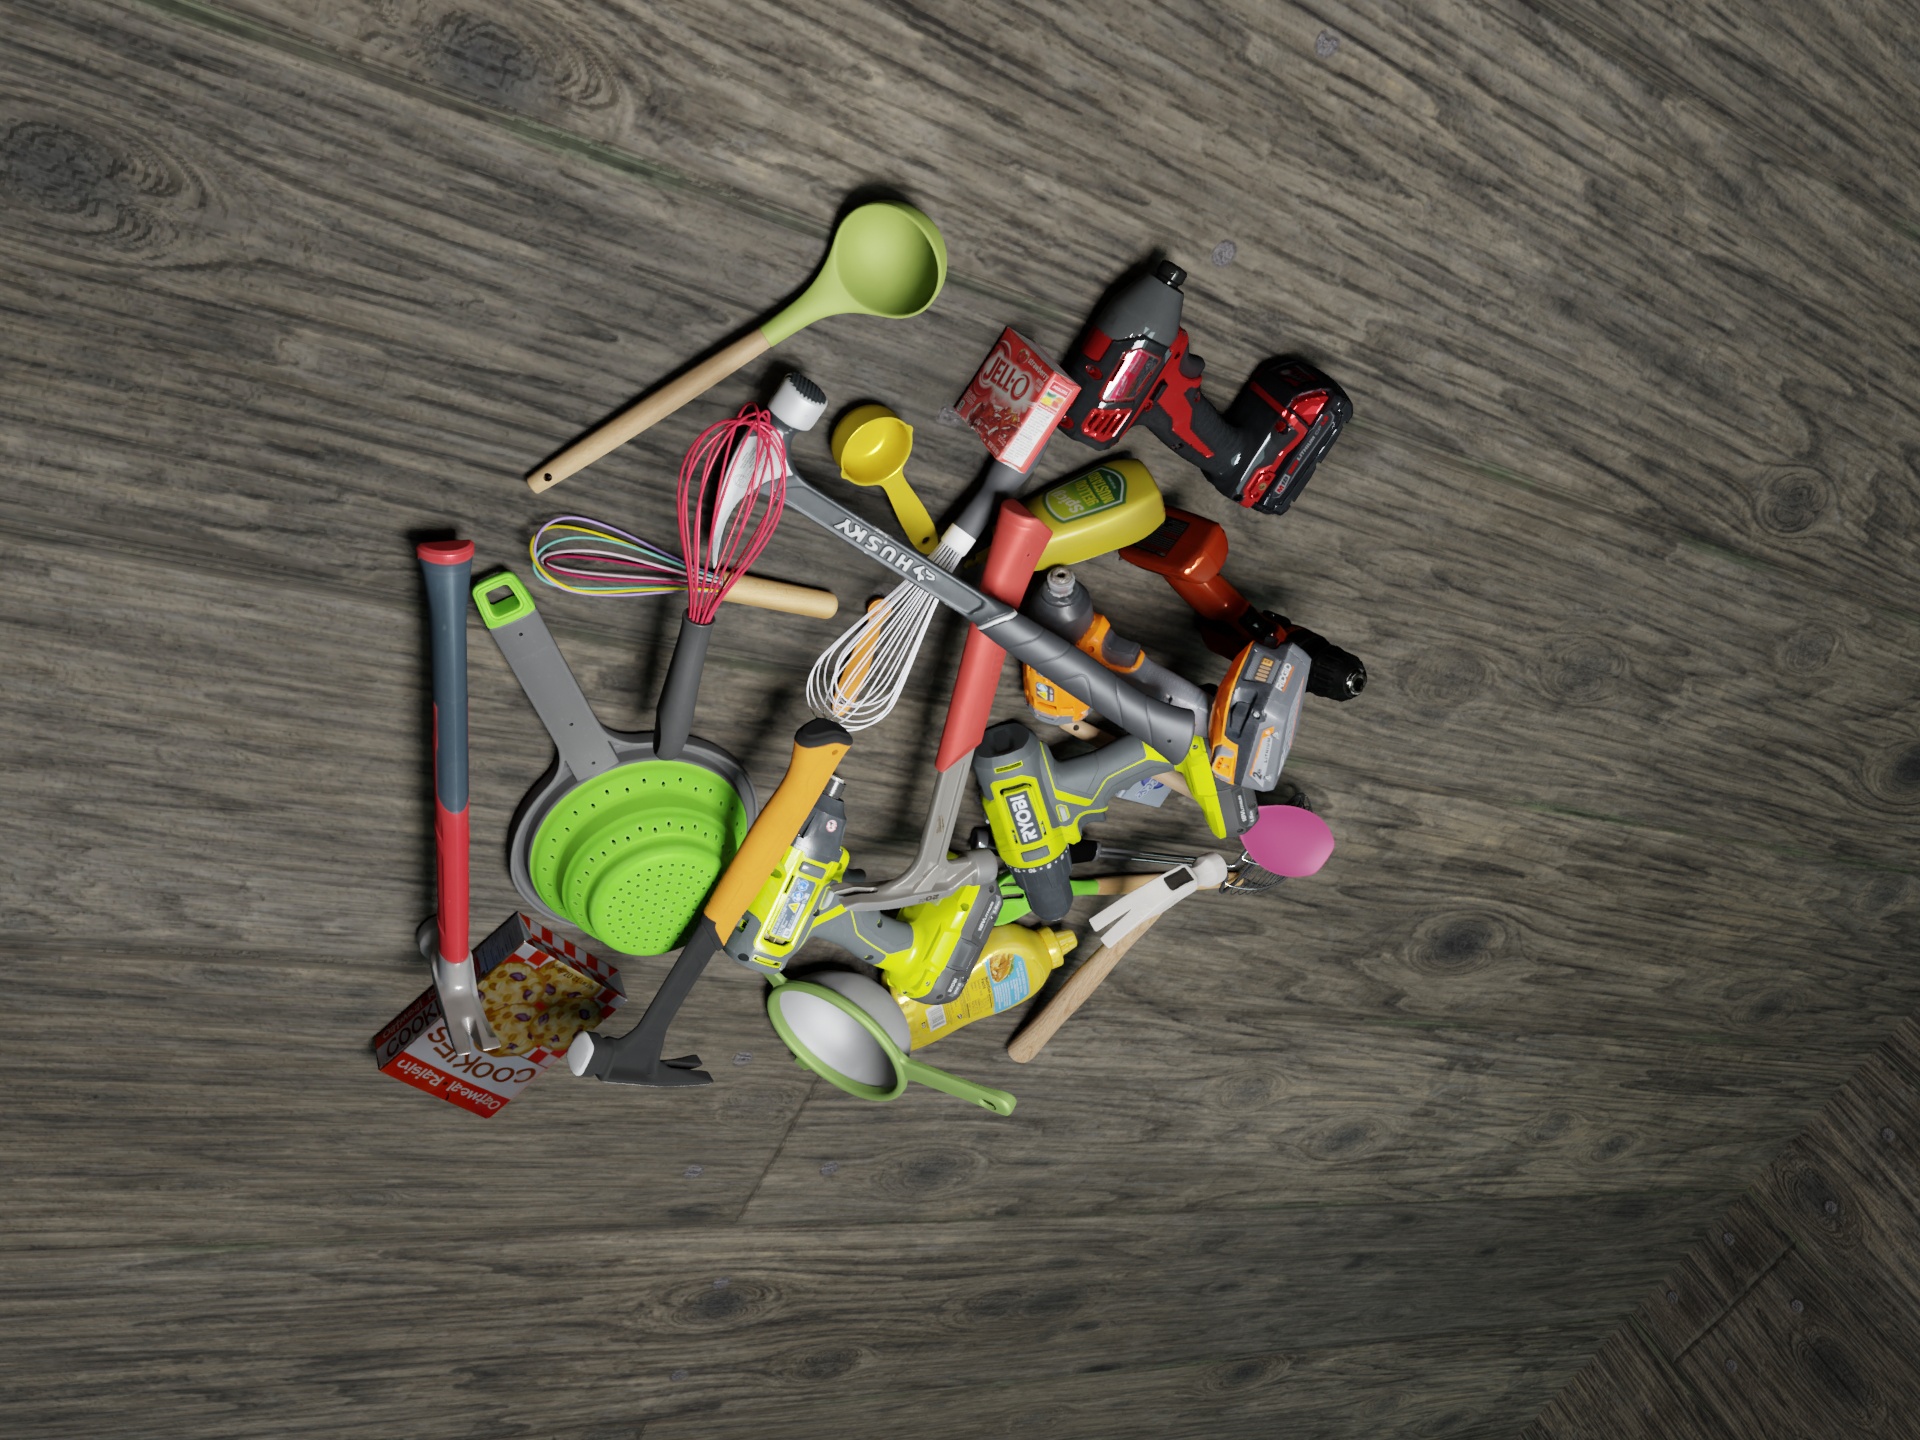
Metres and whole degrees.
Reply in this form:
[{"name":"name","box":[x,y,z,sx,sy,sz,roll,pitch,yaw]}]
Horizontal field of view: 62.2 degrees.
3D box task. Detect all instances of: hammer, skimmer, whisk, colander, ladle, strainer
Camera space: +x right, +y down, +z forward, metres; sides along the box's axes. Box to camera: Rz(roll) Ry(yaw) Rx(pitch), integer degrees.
[{"name":"hammer","box":[-0.174,0.145,1.228,0.127,0.034,0.337,19,109,-44]},{"name":"hammer","box":[0.127,0.241,1.531,0.130,0.031,0.331,-17,152,-40]},{"name":"hammer","box":[0.006,-0.080,1.156,0.408,0.036,0.149,32,118,-17]},{"name":"skimmer","box":[0.176,0.108,1.517,0.363,0.090,0.127,7,133,-20]},{"name":"whisk","box":[-0.022,-0.112,1.207,0.070,0.070,0.284,32,97,-41]},{"name":"colander","box":[-0.265,0.060,1.200,0.204,0.095,0.396,-25,133,-8]},{"name":"hammer","box":[-0.359,0.056,1.130,0.038,0.143,0.386,-7,124,-27]},{"name":"whisk","box":[-0.177,-0.087,1.101,0.073,0.073,0.295,0,129,-28]},{"name":"ladle","box":[-0.151,-0.238,1.050,0.320,0.062,0.078,-32,110,3]},{"name":"hammer","box":[-0.002,-0.004,1.249,0.149,0.037,0.358,-7,126,-32]},{"name":"whisk","box":[-0.195,-0.098,1.148,0.244,0.047,0.051,9,120,-36]},{"name":"strainer","box":[-0.053,0.284,1.426,0.069,0.256,0.151,-52,144,-37]}]

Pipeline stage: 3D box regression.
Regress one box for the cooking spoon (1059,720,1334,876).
[{"name":"cooking spoon","box":[0.218,0.065,1.455,0.318,0.017,0.068,27,103,-23]}]

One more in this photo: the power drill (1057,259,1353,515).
[{"name":"power drill","box":[0.183,-0.250,1.205,0.219,0.079,0.143,16,116,-33]}]

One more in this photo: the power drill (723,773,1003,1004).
[{"name":"power drill","box":[-0.078,0.151,1.374,0.223,0.080,0.171,24,93,-36]}]

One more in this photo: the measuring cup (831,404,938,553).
[{"name":"measuring cup","box":[-0.051,-0.176,1.180,0.062,0.029,0.156,-35,146,-2]}]

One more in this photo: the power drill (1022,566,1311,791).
[{"name":"power drill","box":[0.154,-0.039,1.257,0.164,0.226,0.084,84,30,-54]}]

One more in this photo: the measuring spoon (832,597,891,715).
[{"name":"measuring spoon","box":[-0.081,-0.051,1.269,0.021,0.011,0.116,4,127,-29]}]

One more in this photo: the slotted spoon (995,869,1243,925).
[{"name":"slotted spoon","box":[0.151,0.162,1.550,0.313,0.031,0.070,0,125,-30]}]

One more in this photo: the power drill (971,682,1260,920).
[{"name":"power drill","box":[0.137,0.073,1.390,0.228,0.080,0.190,-17,119,3]}]
